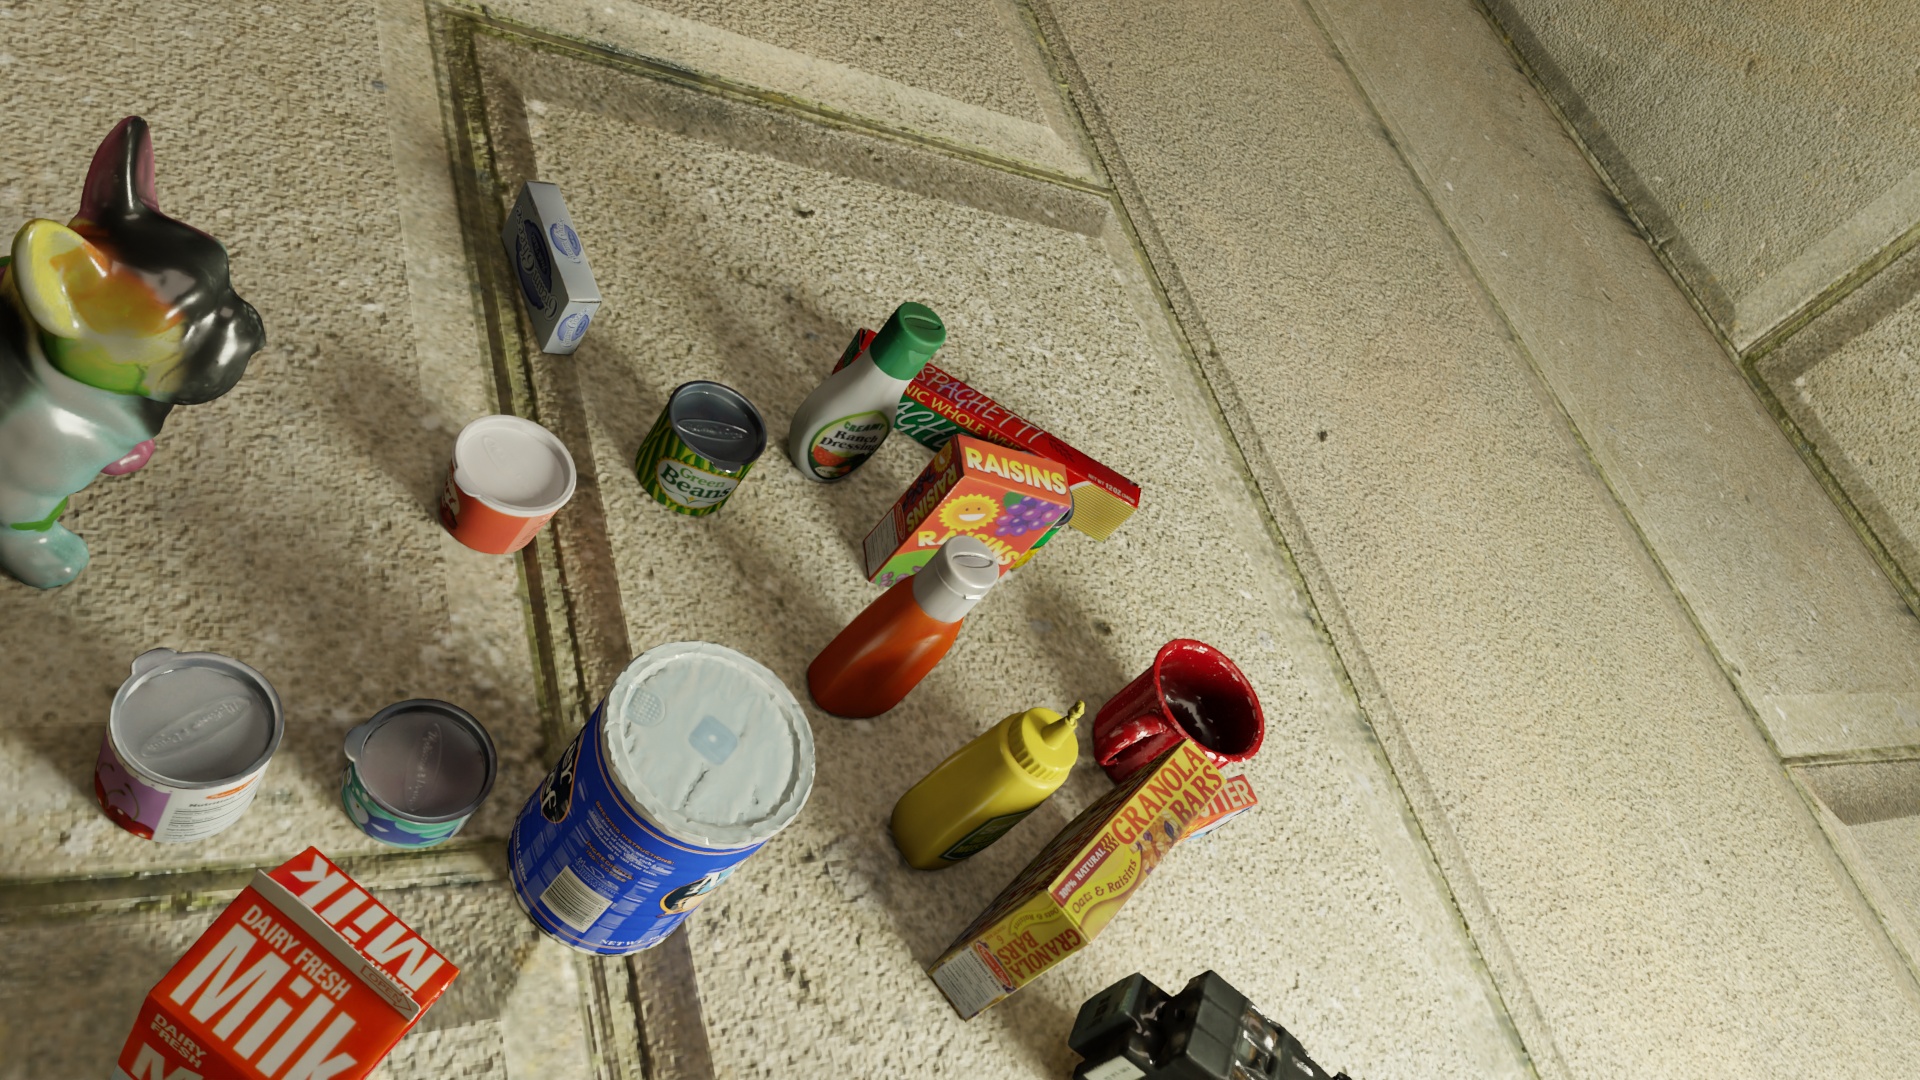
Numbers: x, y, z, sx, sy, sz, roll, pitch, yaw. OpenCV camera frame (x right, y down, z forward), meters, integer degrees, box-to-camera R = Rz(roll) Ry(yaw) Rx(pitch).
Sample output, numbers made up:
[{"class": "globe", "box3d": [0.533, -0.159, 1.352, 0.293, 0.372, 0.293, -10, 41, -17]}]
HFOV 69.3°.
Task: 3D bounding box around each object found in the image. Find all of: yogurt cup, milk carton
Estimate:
[{"class": "yogurt cup", "box3d": [-0.257, -0.029, 0.780, 0.072, 0.053, 0.073, 21, 45, -23]}, {"class": "milk carton", "box3d": [-0.248, 0.179, 0.507, 0.072, 0.189, 0.074, 41, 41, -3]}]

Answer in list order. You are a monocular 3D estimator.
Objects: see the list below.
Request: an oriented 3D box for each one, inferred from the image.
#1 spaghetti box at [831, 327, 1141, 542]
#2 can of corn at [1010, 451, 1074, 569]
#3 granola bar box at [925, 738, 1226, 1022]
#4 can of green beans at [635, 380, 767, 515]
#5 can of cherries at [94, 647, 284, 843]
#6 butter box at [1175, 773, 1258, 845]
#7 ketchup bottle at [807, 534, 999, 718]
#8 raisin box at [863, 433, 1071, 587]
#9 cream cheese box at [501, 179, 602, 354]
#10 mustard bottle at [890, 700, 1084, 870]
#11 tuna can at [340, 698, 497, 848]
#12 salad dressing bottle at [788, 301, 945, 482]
[{"class": "spaghetti box", "box3d": [0.020, -0.076, 1.041, 0.250, 0.050, 0.029, 28, 43, -16]}, {"class": "can of corn", "box3d": [0.040, -0.023, 1.005, 0.071, 0.058, 0.071, 21, 45, -23]}, {"class": "granola bar box", "box3d": [0.068, 0.191, 0.796, 0.039, 0.123, 0.166, 49, 41, 7]}, {"class": "can of green beans", "box3d": [-0.164, -0.057, 0.875, 0.071, 0.057, 0.071, 21, 45, -23]}, {"class": "can of cherries", "box3d": [-0.340, 0.089, 0.611, 0.071, 0.058, 0.072, 21, 45, -23]}, {"class": "butter box", "box3d": [0.144, 0.184, 0.916, 0.104, 0.053, 0.024, -5, 60, -41]}, {"class": "ketchup bottle", "box3d": [-0.031, 0.052, 0.817, 0.065, 0.148, 0.044, 5, 54, -36]}, {"class": "raisin box", "box3d": [0.003, -0.012, 0.917, 0.086, 0.122, 0.040, 15, 48, -29]}, {"class": "cream cheese box", "box3d": [-0.265, -0.176, 0.899, 0.024, 0.053, 0.104, -4, 59, -41]}, {"class": "mustard bottle", "box3d": [0.022, 0.134, 0.780, 0.065, 0.159, 0.049, -7, 61, -42]}, {"class": "tuna can", "box3d": [-0.264, 0.112, 0.671, 0.071, 0.032, 0.071, 21, 45, -23]}, {"class": "salad dressing bottle", "box3d": [-0.062, -0.097, 0.920, 0.064, 0.147, 0.044, 6, 53, -35]}]
